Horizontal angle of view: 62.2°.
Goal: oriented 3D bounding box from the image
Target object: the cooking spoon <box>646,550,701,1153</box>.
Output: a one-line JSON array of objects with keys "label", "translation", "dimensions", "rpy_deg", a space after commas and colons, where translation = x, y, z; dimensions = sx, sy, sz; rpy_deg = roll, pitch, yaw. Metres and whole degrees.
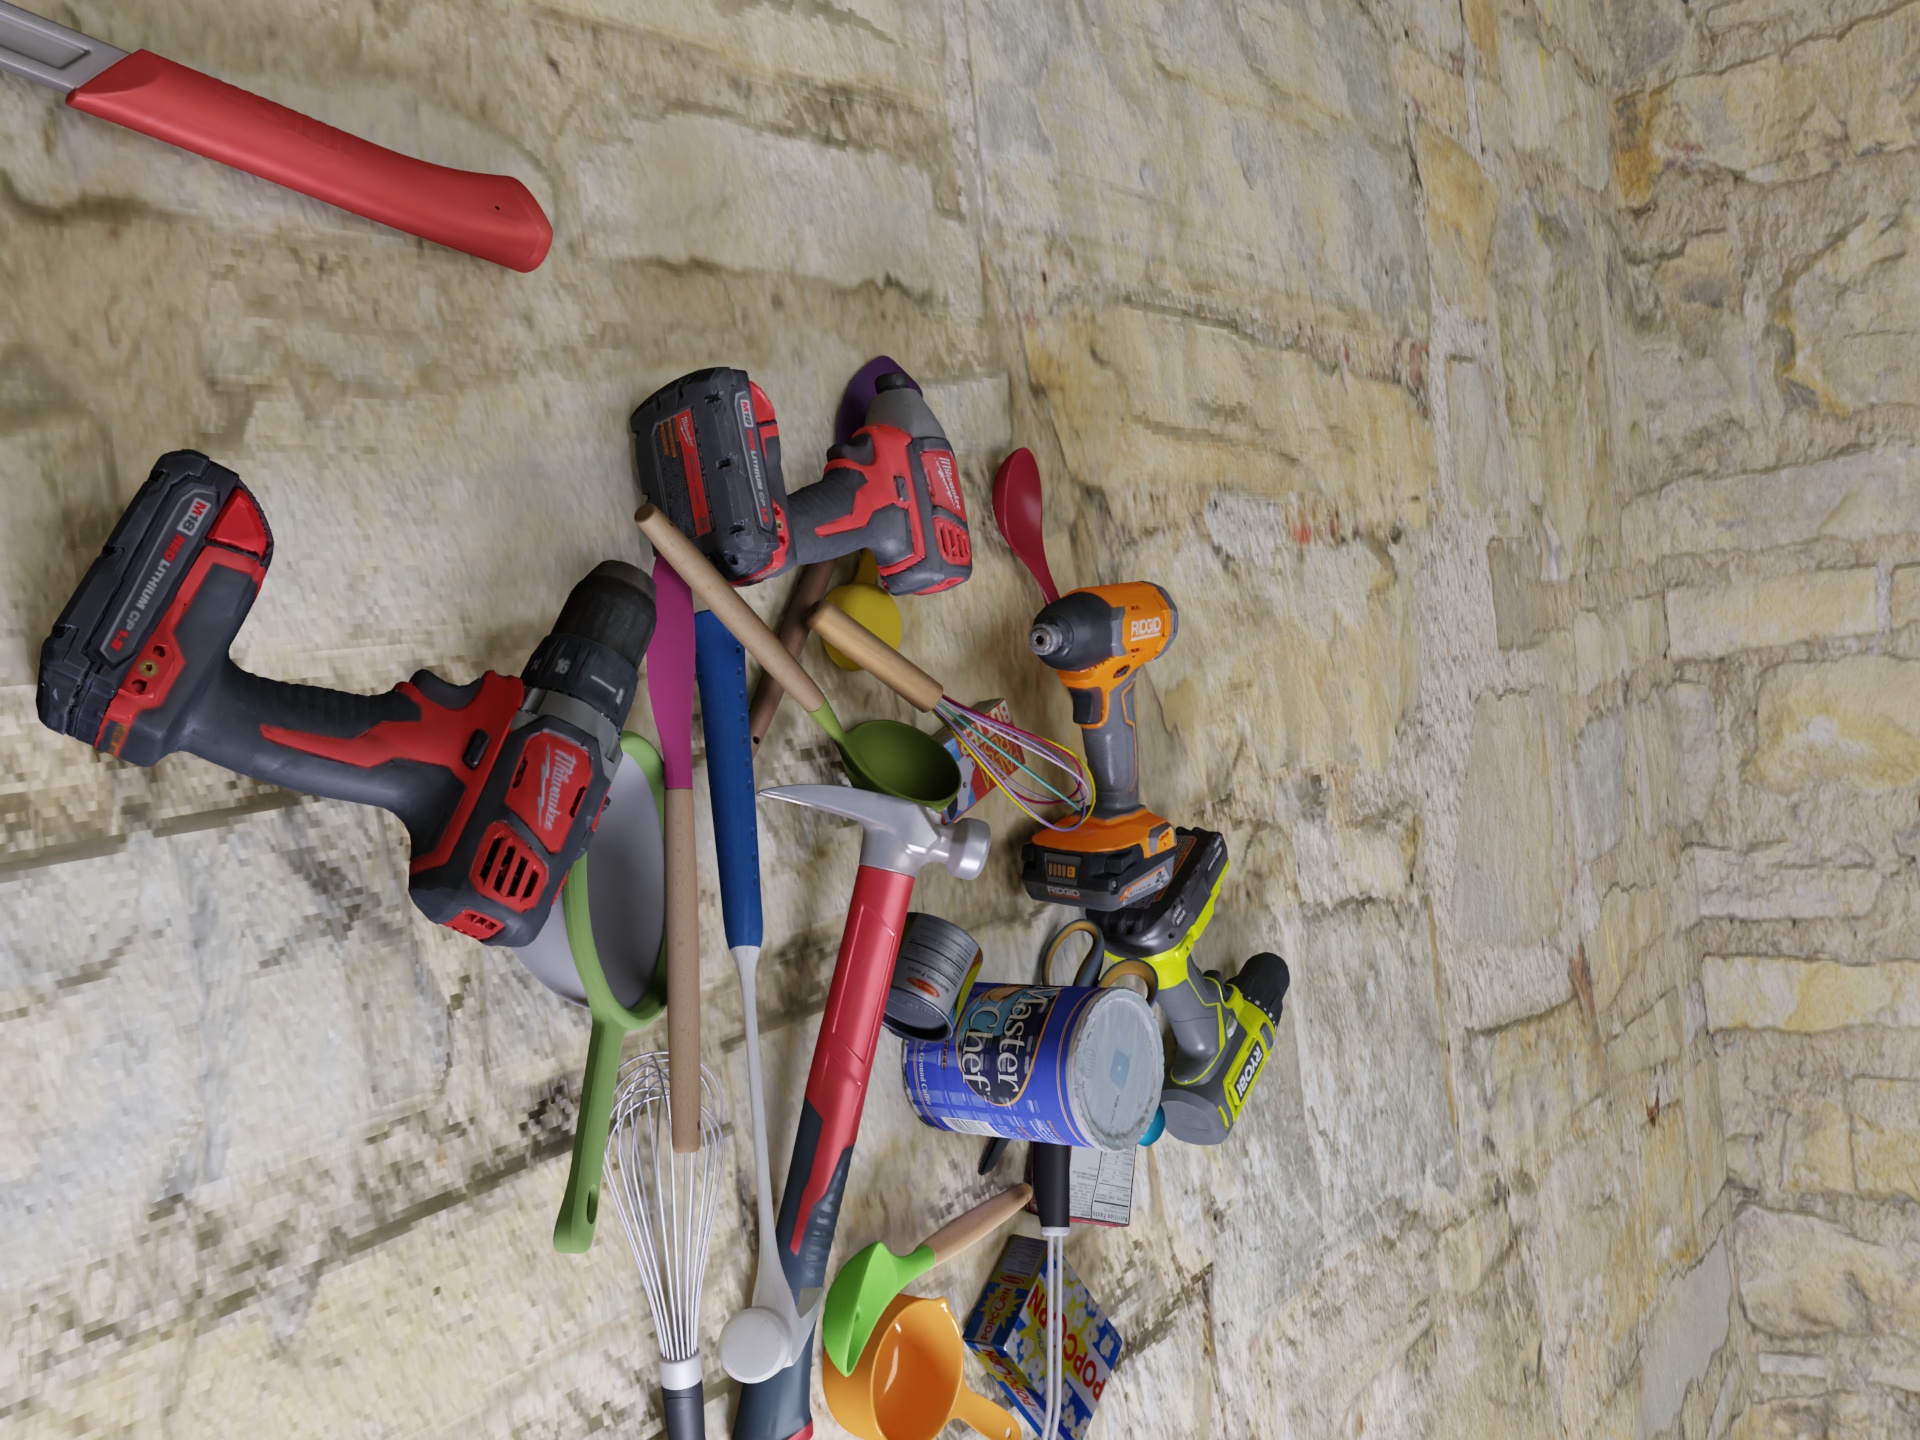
[{"label": "cooking spoon", "translation": [-0.146, 0.062, 0.831], "dimensions": [0.068, 0.017, 0.319], "rpy_deg": [49, 38, -78]}]

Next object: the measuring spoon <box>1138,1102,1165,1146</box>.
[{"label": "measuring spoon", "translation": [0.119, 0.249, 1.168], "dimensions": [0.042, 0.021, 0.129], "rpy_deg": [-14, 78, -61]}]

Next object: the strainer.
[{"label": "strainer", "translation": [-0.195, 0.129, 0.783], "dimensions": [0.151, 0.069, 0.257], "rpy_deg": [69, 21, -61]}]

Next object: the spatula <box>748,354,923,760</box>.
[{"label": "spatula", "translation": [-0.086, -0.110, 1.012], "dimensions": [0.059, 0.018, 0.316], "rpy_deg": [38, 56, -33]}]

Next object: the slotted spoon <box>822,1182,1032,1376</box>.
[{"label": "slotted spoon", "translation": [-0.013, 0.328, 0.986], "dimensions": [0.313, 0.031, 0.070], "rpy_deg": [7, 94, -68]}]

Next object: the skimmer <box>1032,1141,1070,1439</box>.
[{"label": "skimmer", "translation": [0.089, 0.399, 1.045], "dimensions": [0.127, 0.090, 0.363], "rpy_deg": [25, 61, -53]}]

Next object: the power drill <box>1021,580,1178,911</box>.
[{"label": "power drill", "translation": [0.095, 0.016, 1.143], "dimensions": [0.164, 0.084, 0.226], "rpy_deg": [-12, 104, -57]}]

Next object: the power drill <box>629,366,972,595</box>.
[{"label": "power drill", "translation": [-0.084, -0.147, 0.958], "dimensions": [0.219, 0.078, 0.143], "rpy_deg": [-6, 84, -49]}]

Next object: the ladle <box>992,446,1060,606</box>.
[{"label": "ladle", "translation": [0.084, -0.059, 1.212], "dimensions": [0.069, 0.031, 0.315], "rpy_deg": [-51, 126, -48]}]

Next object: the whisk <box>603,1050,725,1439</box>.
[{"label": "whisk", "translation": [-0.155, 0.316, 0.854], "dimensions": [0.070, 0.070, 0.284], "rpy_deg": [-11, 99, -51]}]

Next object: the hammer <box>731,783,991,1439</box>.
[{"label": "hammer", "translation": [-0.091, 0.231, 0.930], "dimensions": [0.143, 0.038, 0.386], "rpy_deg": [15, 80, -12]}]

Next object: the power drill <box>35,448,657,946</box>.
[{"label": "power drill", "translation": [-0.249, -0.026, 0.690], "dimensions": [0.226, 0.080, 0.188], "rpy_deg": [29, 62, -21]}]

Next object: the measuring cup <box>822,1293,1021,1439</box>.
[{"label": "measuring cup", "translation": [-0.023, 0.423, 1.006], "dimensions": [0.173, 0.052, 0.095], "rpy_deg": [49, 51, -38]}]

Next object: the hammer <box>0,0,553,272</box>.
[{"label": "hammer", "translation": [-0.339, -0.260, 0.701], "dimensions": [0.358, 0.037, 0.149], "rpy_deg": [10, 79, -50]}]

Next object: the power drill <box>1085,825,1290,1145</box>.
[{"label": "power drill", "translation": [0.196, 0.199, 1.284], "dimensions": [0.191, 0.080, 0.228], "rpy_deg": [-50, 126, -41]}]

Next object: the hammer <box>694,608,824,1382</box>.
[{"label": "hammer", "translation": [-0.117, 0.138, 0.872], "dimensions": [0.144, 0.035, 0.406], "rpy_deg": [79, 4, -74]}]

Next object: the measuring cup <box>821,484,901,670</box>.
[{"label": "measuring cup", "translation": [-0.049, -0.105, 1.047], "dimensions": [0.062, 0.029, 0.157], "rpy_deg": [37, 60, -43]}]

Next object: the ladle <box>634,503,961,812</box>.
[{"label": "ladle", "translation": [-0.087, -0.031, 0.921], "dimensions": [0.319, 0.062, 0.078], "rpy_deg": [52, 6, -51]}]

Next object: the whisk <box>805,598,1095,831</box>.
[{"label": "whisk", "translation": [-0.001, -0.005, 1.025], "dimensions": [0.244, 0.047, 0.051], "rpy_deg": [37, 13, -26]}]
